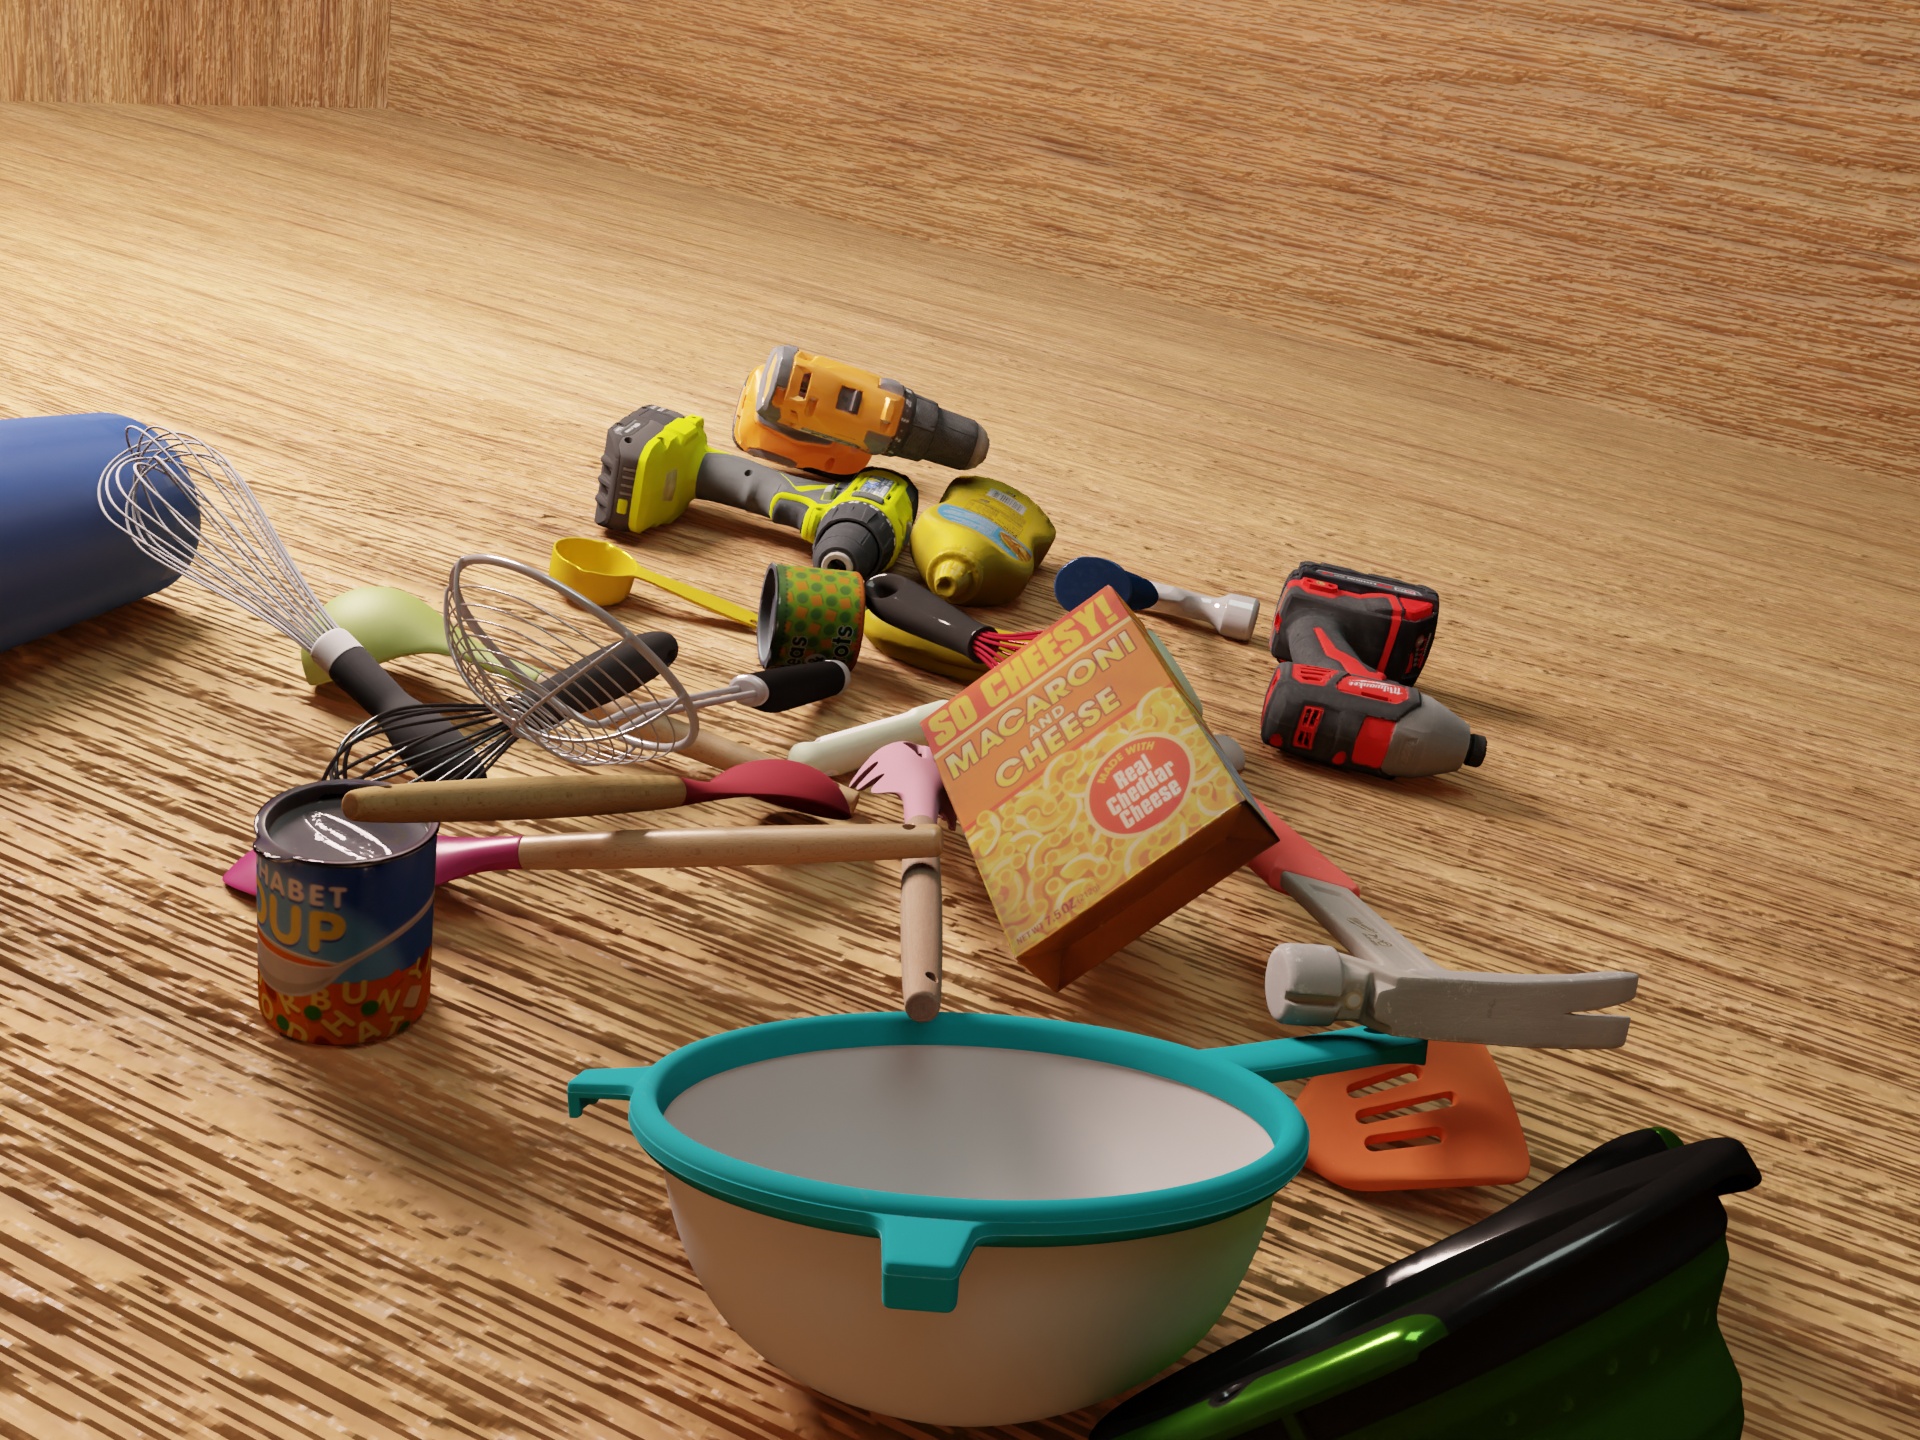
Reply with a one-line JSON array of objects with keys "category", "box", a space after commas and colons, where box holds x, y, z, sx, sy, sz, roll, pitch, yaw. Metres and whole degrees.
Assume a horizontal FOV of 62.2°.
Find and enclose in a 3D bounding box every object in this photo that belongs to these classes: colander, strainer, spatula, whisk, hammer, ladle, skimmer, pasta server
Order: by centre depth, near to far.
[{"category": "colander", "box": [0.194, 0.206, 0.513, 0.396, 0.204, 0.095, 4, 55, -54]}, {"category": "strainer", "box": [0.050, 0.163, 0.544, 0.340, 0.095, 0.211, 2, 3, -39]}, {"category": "spatula", "box": [0.064, 0.155, 0.633, 0.322, 0.041, 0.081, 4, 42, -12]}, {"category": "ladle", "box": [-0.145, 0.033, 0.707, 0.069, 0.031, 0.315, 8, 3, 28]}, {"category": "pasta server", "box": [-0.021, 0.066, 0.727, 0.060, 0.040, 0.316, 24, 14, -8]}, {"category": "hammer", "box": [0.168, 0.070, 0.780, 0.149, 0.036, 0.359, 5, 13, -10]}, {"category": "whisk", "box": [-0.218, -0.005, 0.787, 0.055, 0.055, 0.239, 21, 29, 22]}, {"category": "skimmer", "box": [-0.128, -0.037, 0.820, 0.127, 0.090, 0.363, 23, 13, 16]}, {"category": "whisk", "box": [-0.343, -0.055, 0.824, 0.285, 0.070, 0.070, 42, 32, 12]}, {"category": "ladle", "box": [-0.209, 0.000, 0.872, 0.320, 0.062, 0.078, 20, 24, 4]}, {"category": "whisk", "box": [0.025, -0.038, 0.921, 0.073, 0.073, 0.296, -6, 22, -34]}, {"category": "whisk", "box": [-0.002, -0.003, 0.950, 0.246, 0.059, 0.058, -17, -3, -39]}, {"category": "hammer", "box": [0.114, -0.084, 1.056, 0.144, 0.035, 0.405, 15, 7, 13]}]

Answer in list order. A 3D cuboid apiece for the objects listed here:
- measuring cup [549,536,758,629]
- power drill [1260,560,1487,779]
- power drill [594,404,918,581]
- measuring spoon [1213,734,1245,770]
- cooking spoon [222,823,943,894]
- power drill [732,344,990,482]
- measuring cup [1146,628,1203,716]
[{"category": "measuring cup", "box": [-0.201, -0.080, 1.068, 0.156, 0.029, 0.062, 22, 23, -6]}, {"category": "power drill", "box": [0.282, -0.030, 1.099, 0.143, 0.078, 0.220, 13, 27, 5]}, {"category": "power drill", "box": [-0.151, -0.162, 1.198, 0.228, 0.080, 0.191, 15, 23, 2]}, {"category": "measuring spoon", "box": [0.143, -0.001, 1.039, 0.034, 0.018, 0.124, -3, 27, -29]}, {"category": "cooking spoon", "box": [-0.166, 0.056, 0.696, 0.319, 0.017, 0.069, -2, 21, 6]}, {"category": "power drill", "box": [-0.089, -0.245, 1.313, 0.185, 0.084, 0.226, 15, 1, -18]}, {"category": "measuring cup", "box": [0.111, -0.035, 0.959, 0.083, 0.038, 0.167, 59, 4, 21]}]
